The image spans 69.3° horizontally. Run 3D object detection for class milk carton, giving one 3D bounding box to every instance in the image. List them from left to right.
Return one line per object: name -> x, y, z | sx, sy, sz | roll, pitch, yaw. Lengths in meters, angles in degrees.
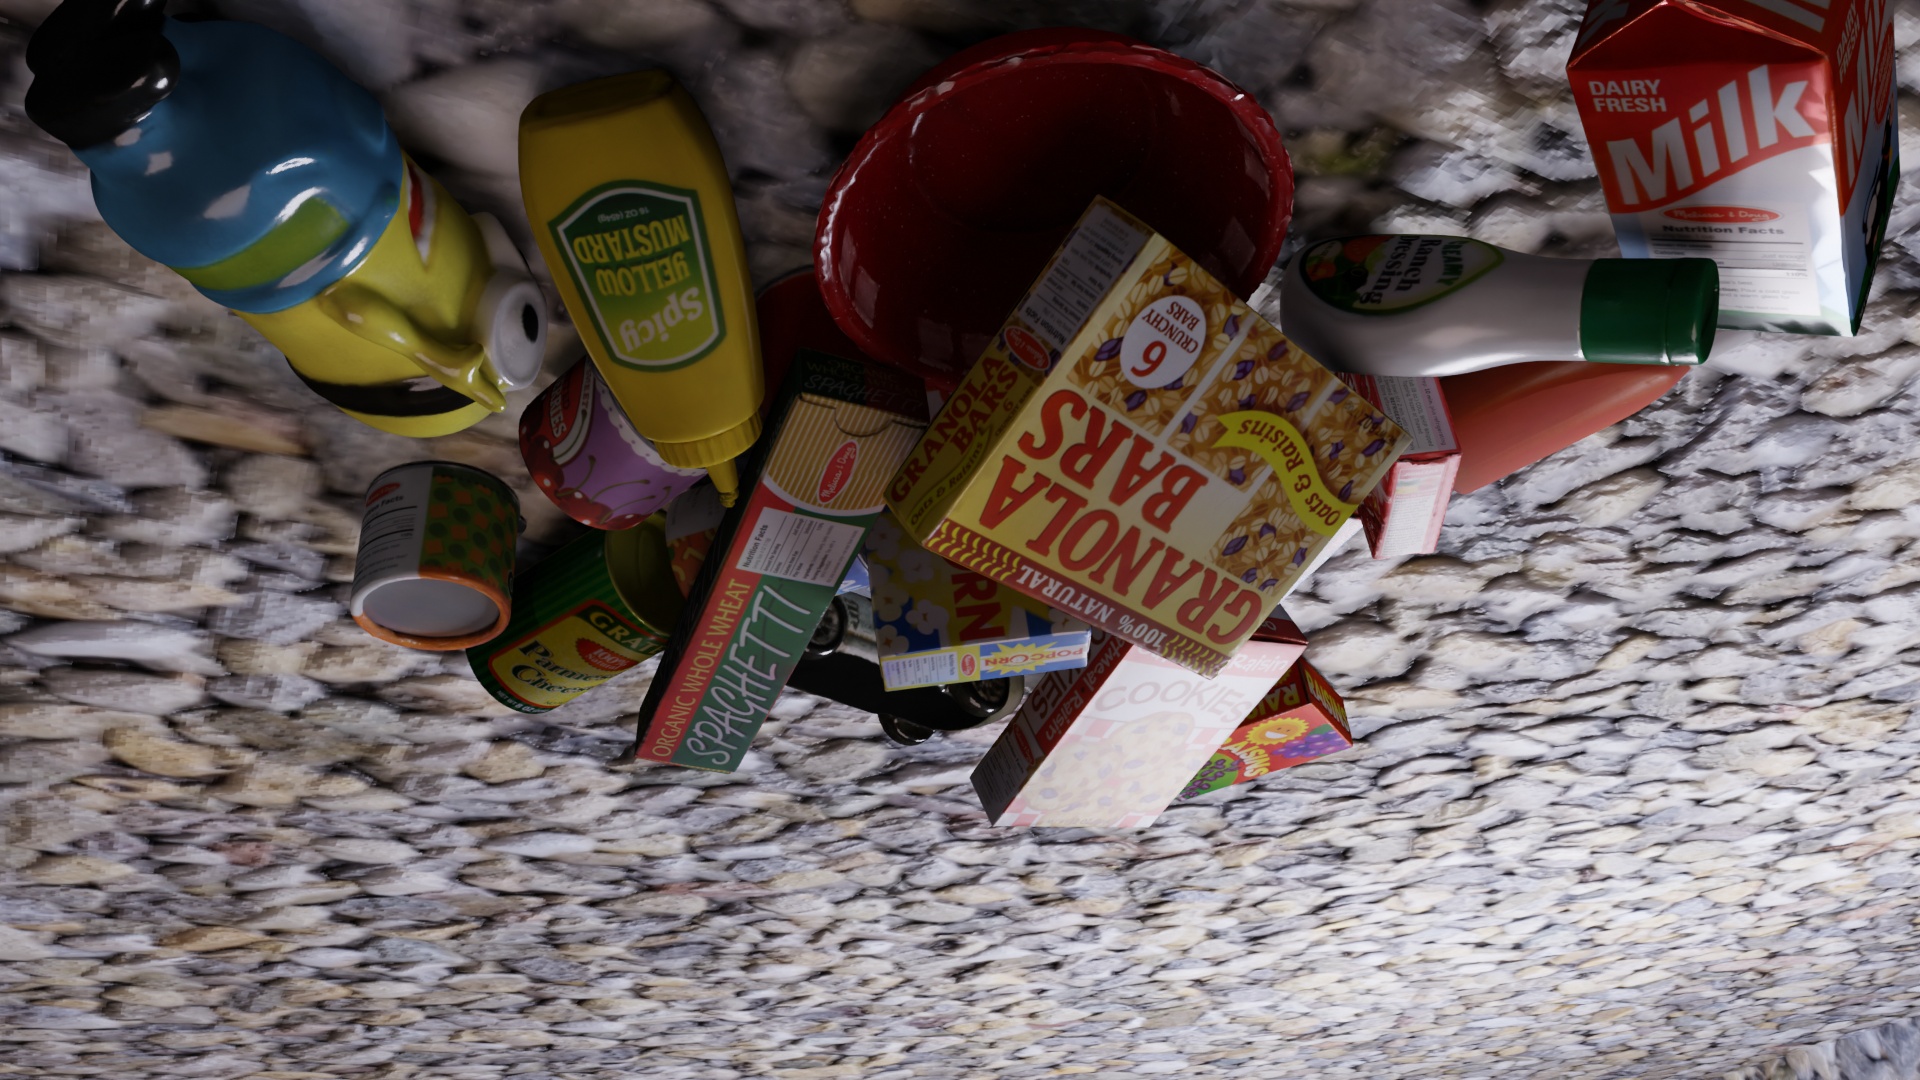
milk carton -> 0.252, -0.147, 0.449 | 0.073, 0.072, 0.190 | 12, 163, 39

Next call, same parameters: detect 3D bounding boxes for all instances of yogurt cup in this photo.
yogurt cup -> -0.050, -0.066, 0.545 | 0.072, 0.054, 0.072 | -5, 146, -3

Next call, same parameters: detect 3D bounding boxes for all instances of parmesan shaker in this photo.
parmesan shaker -> -0.174, 0.036, 0.658 | 0.103, 0.071, 0.071 | -28, 141, 27

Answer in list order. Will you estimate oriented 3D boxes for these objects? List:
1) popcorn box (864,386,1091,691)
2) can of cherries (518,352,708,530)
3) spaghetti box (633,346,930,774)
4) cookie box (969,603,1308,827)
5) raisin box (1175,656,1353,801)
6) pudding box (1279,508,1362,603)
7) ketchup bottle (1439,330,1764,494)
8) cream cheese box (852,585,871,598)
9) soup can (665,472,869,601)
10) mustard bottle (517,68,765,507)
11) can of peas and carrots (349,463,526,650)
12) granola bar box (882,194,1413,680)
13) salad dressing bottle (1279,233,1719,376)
popcorn box -> 0.002, -0.007, 0.576 | 0.085, 0.127, 0.038 | -7, 154, -3
can of cherries -> -0.132, -0.046, 0.547 | 0.058, 0.072, 0.071 | -30, 140, 32
spaghetti box -> -0.082, 0.021, 0.573 | 0.050, 0.029, 0.248 | 13, 137, -20
cookie box -> 0.100, 0.097, 0.783 | 0.123, 0.040, 0.166 | 9, 127, -35
raisin box -> 0.175, 0.120, 0.884 | 0.123, 0.040, 0.086 | -23, 143, 23
pudding box -> 0.161, -0.002, 0.706 | 0.050, 0.030, 0.083 | 8, 143, -24
ketchup bottle -> 0.276, -0.073, 0.612 | 0.148, 0.044, 0.064 | -29, 142, 28
cream cheese box -> -0.011, -0.002, 0.675 | 0.053, 0.024, 0.103 | 22, 136, -38
soup can -> -0.078, 0.000, 0.623 | 0.083, 0.071, 0.071 | -17, 145, 14
mustard bottle -> -0.099, -0.076, 0.478 | 0.065, 0.049, 0.159 | -13, 123, 1
can of peas and carrots -> -0.229, 0.009, 0.614 | 0.071, 0.059, 0.070 | -5, 146, -3
granola bar box -> 0.071, -0.028, 0.495 | 0.165, 0.039, 0.124 | 26, 106, -41
salad dressing bottle -> 0.195, -0.086, 0.513 | 0.147, 0.064, 0.043 | 9, 137, 36
